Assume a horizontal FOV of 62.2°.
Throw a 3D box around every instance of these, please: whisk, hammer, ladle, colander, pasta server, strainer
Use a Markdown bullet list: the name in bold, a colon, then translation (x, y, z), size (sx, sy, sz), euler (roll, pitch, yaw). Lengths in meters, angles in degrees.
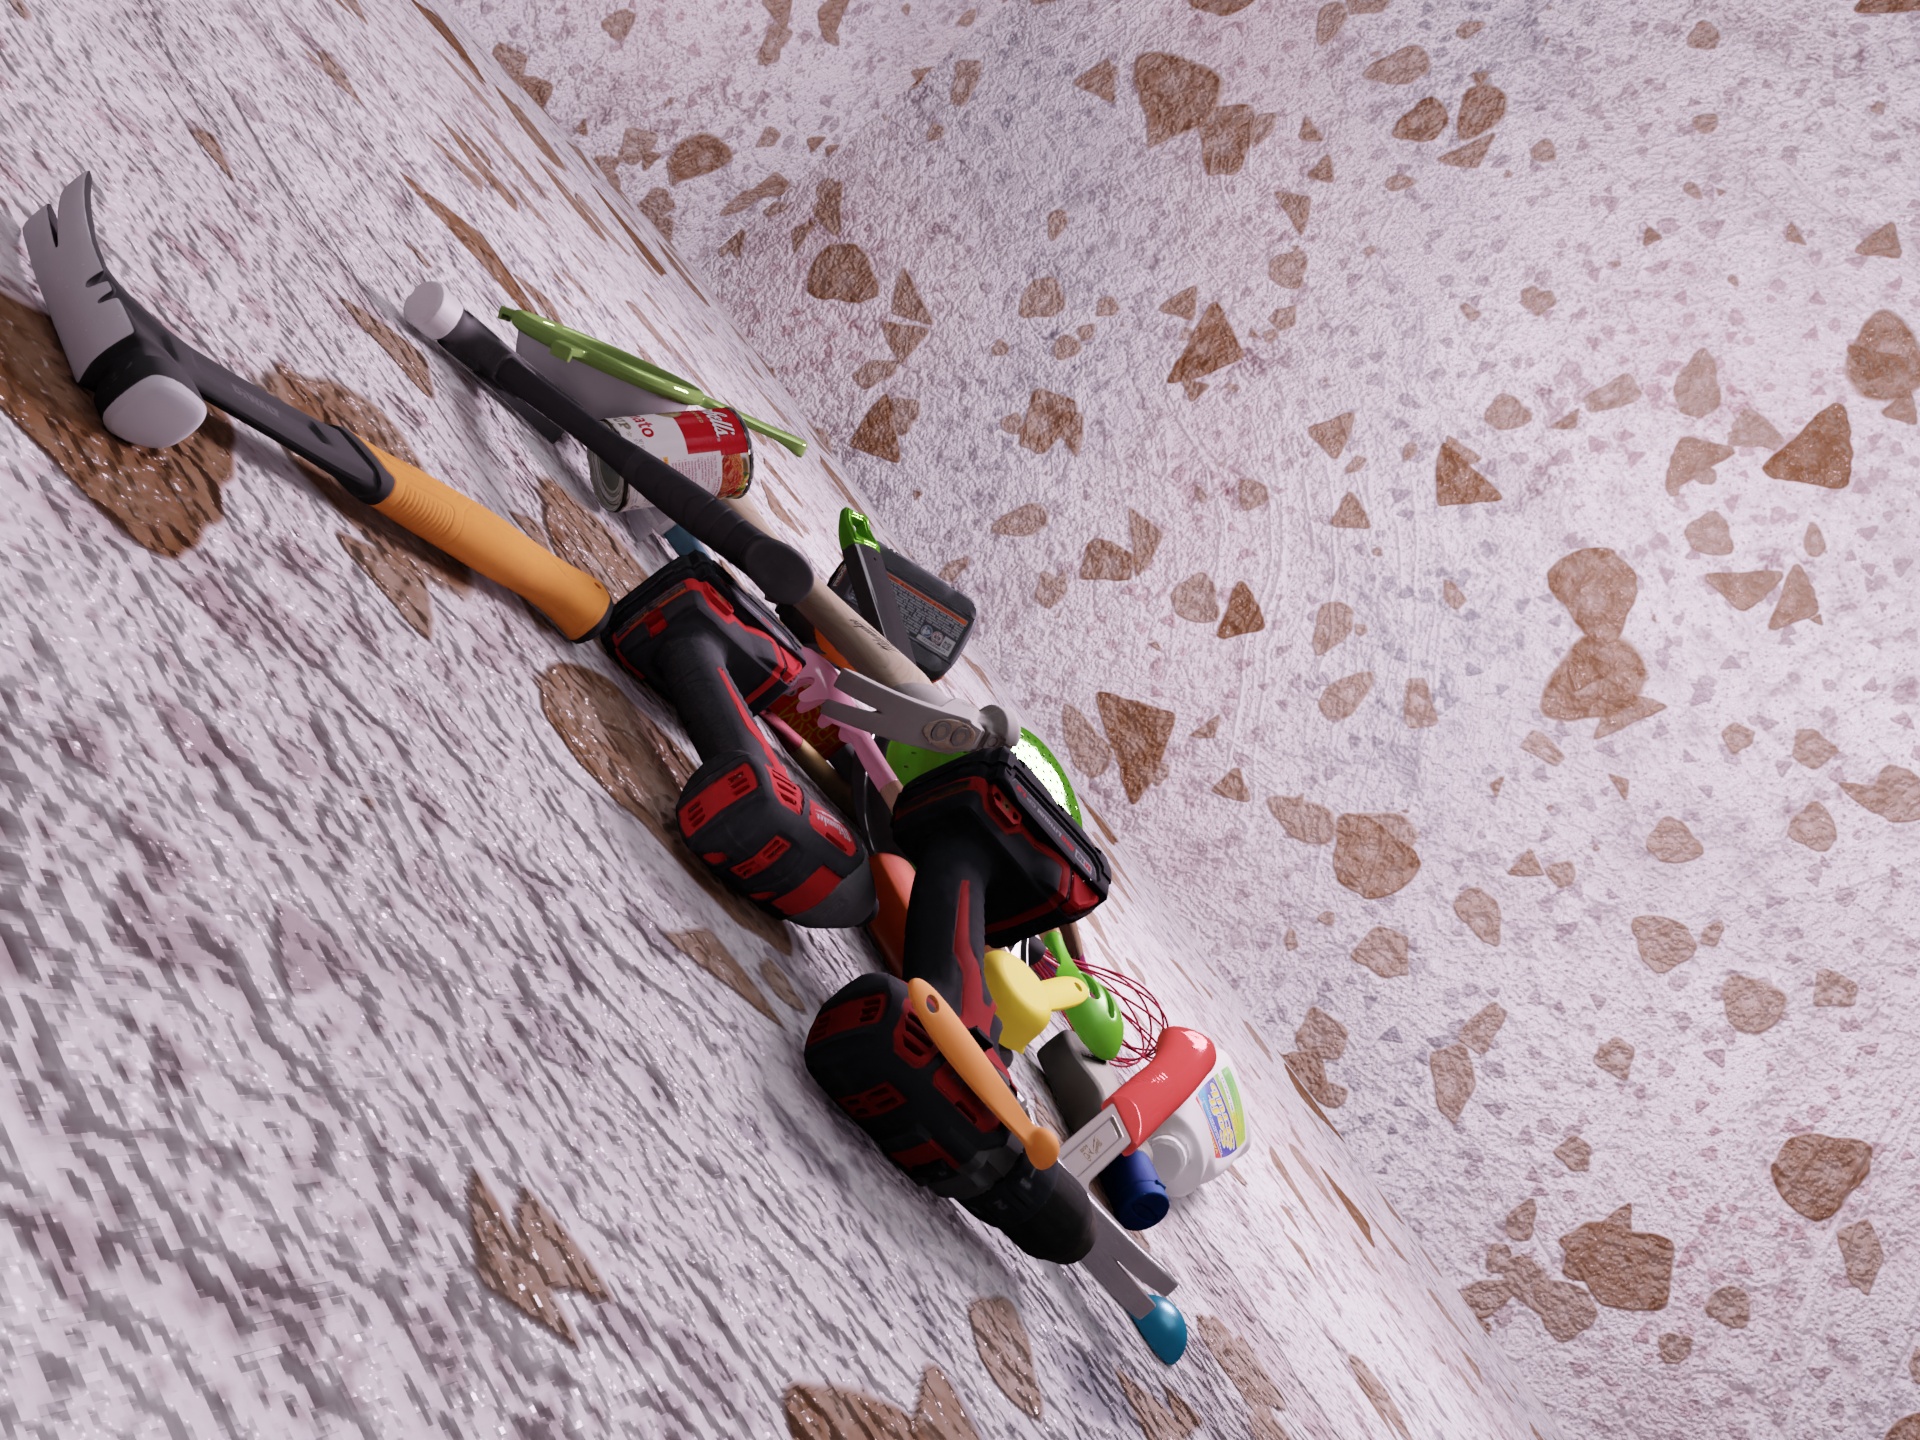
- **whisk**: translation (0.074, 0.200, 1.296), size (0.295, 0.073, 0.073), euler (41, 10, -27)
- **hammer**: translation (-0.263, -0.111, 0.722), size (0.127, 0.034, 0.336), euler (56, 7, 25)
- **hammer**: translation (0.119, 0.261, 1.030), size (0.149, 0.036, 0.359), euler (47, 15, 15)
- **ladle**: translation (-0.101, 0.032, 1.115), size (0.315, 0.031, 0.069), euler (50, 6, -34)
- **hammer**: translation (-0.150, -0.055, 1.217), size (0.331, 0.033, 0.128), euler (53, 6, 5)
- **hammer**: translation (-0.118, -0.096, 1.126), size (0.146, 0.038, 0.411), euler (16, 20, -41)
- **hammer**: translation (-0.210, -0.163, 0.996), size (0.335, 0.035, 0.146), euler (36, -3, 29)
- **colander**: translation (-0.002, -0.004, 1.164), size (0.204, 0.094, 0.397), euler (17, 50, -55)
- **pasta server**: translation (-0.039, 0.069, 1.036), size (0.316, 0.040, 0.060), euler (56, -4, 20)
- **strainer**: translation (-0.234, -0.233, 1.222), size (0.256, 0.069, 0.152), euler (19, 11, -38)

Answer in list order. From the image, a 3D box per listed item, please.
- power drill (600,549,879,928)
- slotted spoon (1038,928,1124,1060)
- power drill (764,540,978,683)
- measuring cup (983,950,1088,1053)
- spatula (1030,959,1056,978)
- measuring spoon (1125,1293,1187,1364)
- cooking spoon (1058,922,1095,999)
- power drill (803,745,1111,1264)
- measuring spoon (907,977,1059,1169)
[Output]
- **power drill**: translation (-0.115, 0.019, 0.879), size (0.143, 0.078, 0.220), euler (45, 12, -47)
- **slotted spoon**: translation (0.062, 0.155, 1.239), size (0.070, 0.031, 0.314), euler (41, 9, -29)
- **power drill**: translation (-0.085, -0.086, 1.373), size (0.164, 0.084, 0.226), euler (31, -13, -10)
- **measuring cup**: translation (0.051, 0.162, 0.961), size (0.062, 0.029, 0.156), euler (55, 21, 20)
- **spatula**: translation (0.053, 0.193, 1.342), size (0.315, 0.018, 0.060), euler (48, 8, -36)
- **measuring spoon**: translation (0.092, 0.314, 0.911), size (0.128, 0.021, 0.042), euler (52, 6, -10)
- **cooking spoon**: translation (0.096, 0.189, 1.363), size (0.069, 0.017, 0.318), euler (54, -8, 29)
- **power drill**: translation (0.018, 0.145, 0.813), size (0.187, 0.080, 0.227), euler (49, 34, -25)
- **measuring spoon**: translation (0.012, 0.159, 0.720), size (0.116, 0.011, 0.021), euler (54, 35, -18)
